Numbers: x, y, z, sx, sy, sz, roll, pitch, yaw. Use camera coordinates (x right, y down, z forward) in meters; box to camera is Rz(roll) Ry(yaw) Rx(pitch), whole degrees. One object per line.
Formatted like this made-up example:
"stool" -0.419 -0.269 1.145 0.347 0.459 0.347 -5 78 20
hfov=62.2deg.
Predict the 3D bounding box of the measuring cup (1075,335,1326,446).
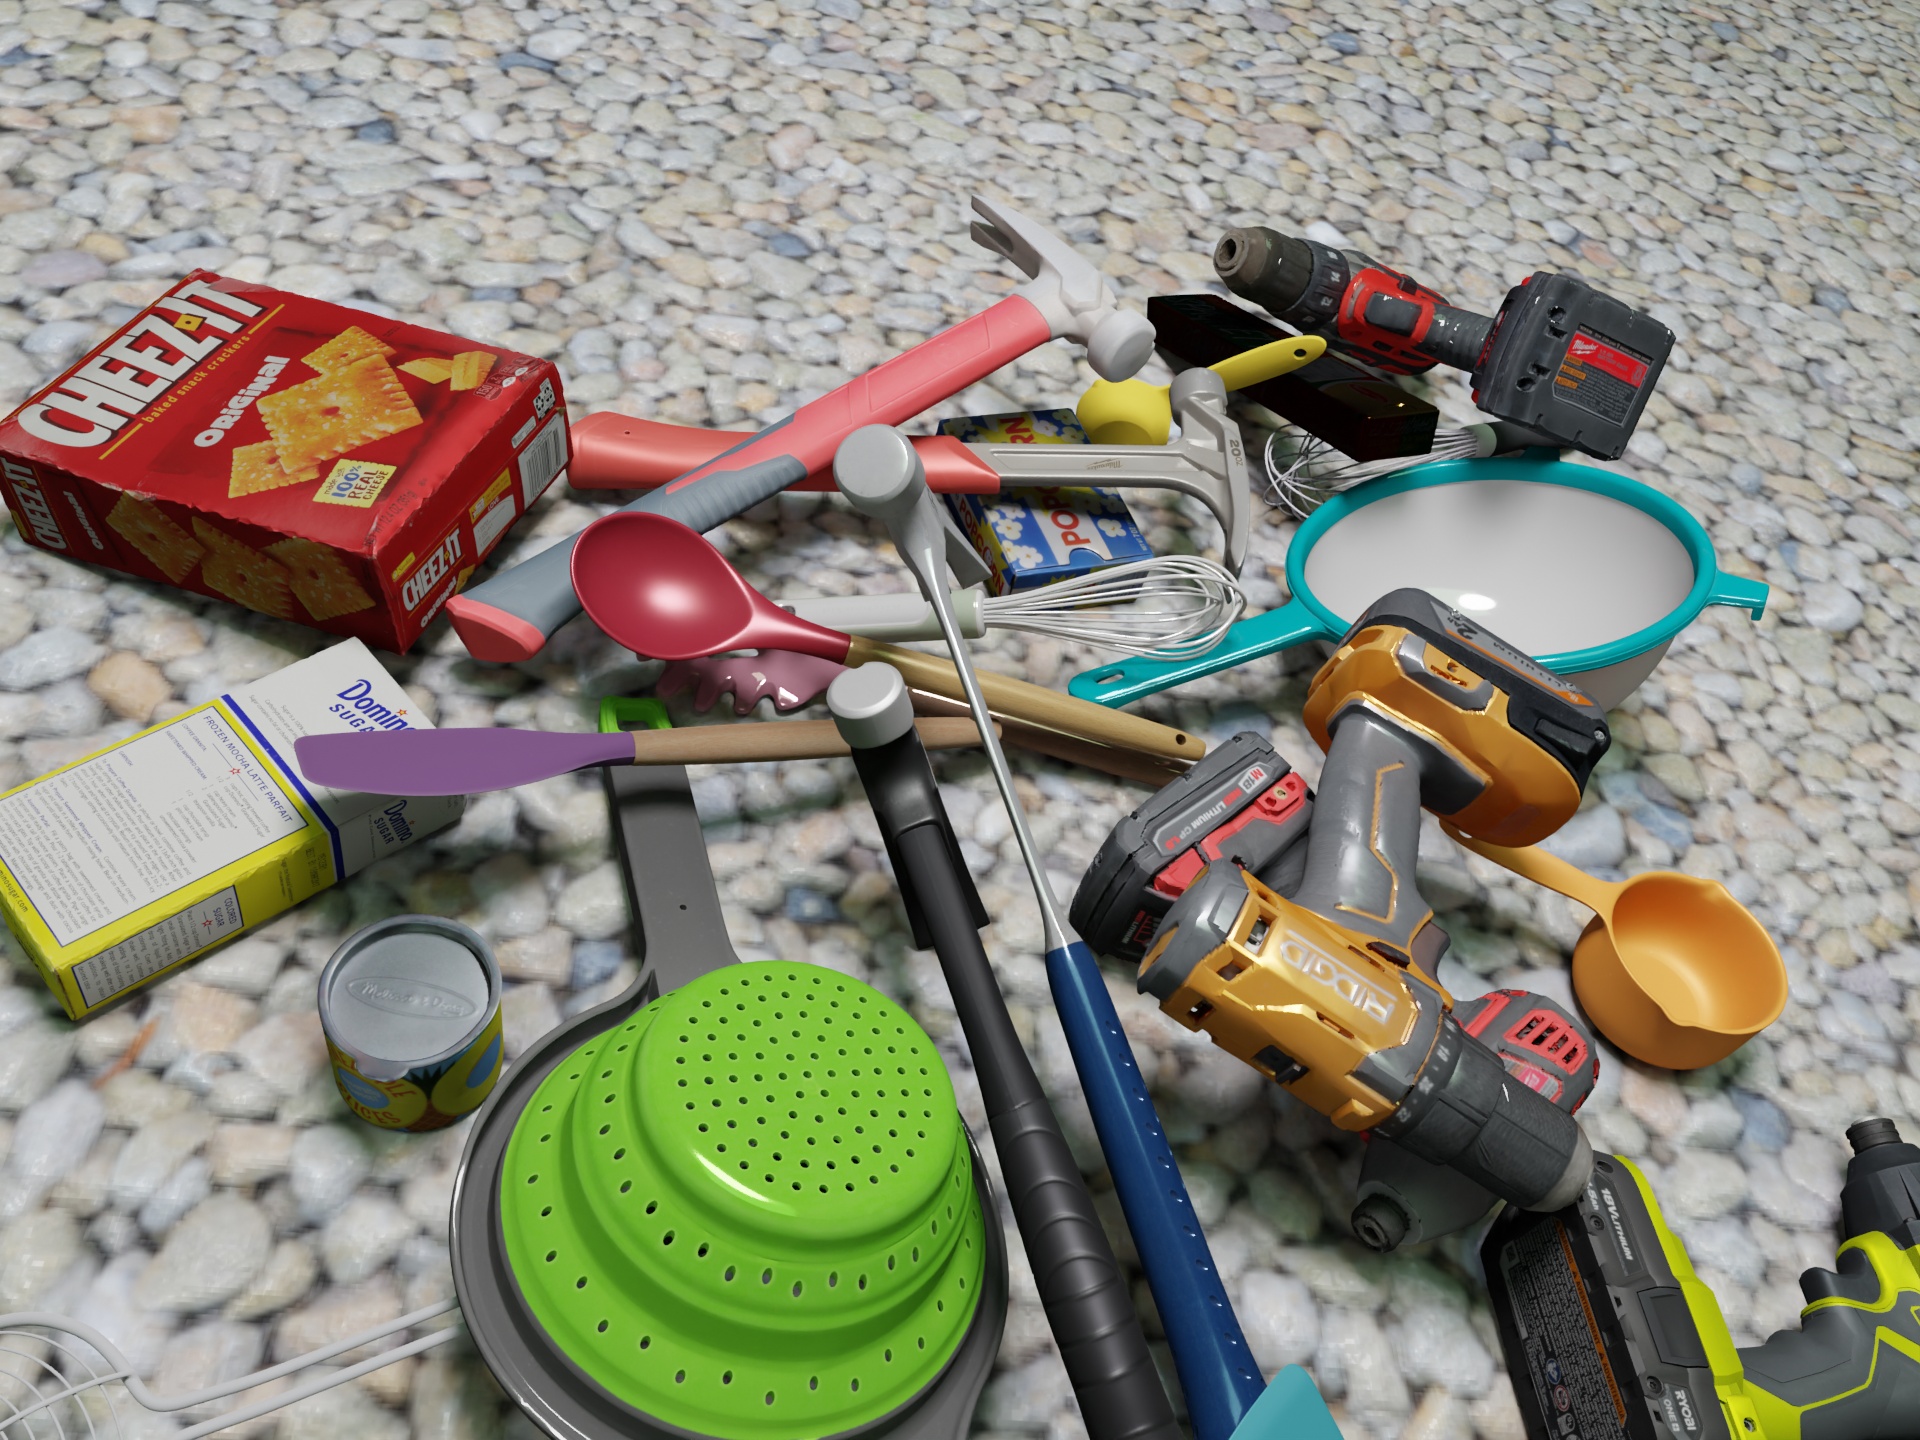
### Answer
"measuring cup" 0.135 -0.182 0.910 0.156 0.062 0.029 -16 46 32

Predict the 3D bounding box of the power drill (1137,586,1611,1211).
"power drill" 0.196 0.072 0.656 0.185 0.084 0.226 33 56 3

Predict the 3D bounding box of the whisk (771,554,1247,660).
"whisk" 0.018 -0.054 0.791 0.246 0.059 0.058 -2 65 9

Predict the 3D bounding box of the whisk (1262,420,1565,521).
"whisk" 0.298 -0.170 0.990 0.284 0.070 0.070 -15 56 -31

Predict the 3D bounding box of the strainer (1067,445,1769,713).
"strainer" 0.221 -0.033 0.836 0.340 0.095 0.211 -18 36 -8

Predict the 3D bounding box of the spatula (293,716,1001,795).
"spatula" -0.118 0.012 0.690 0.315 0.018 0.060 -3 26 -31

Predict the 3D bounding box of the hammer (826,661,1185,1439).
"hammer" 0.018 0.132 0.571 0.035 0.146 0.335 -20 43 -3

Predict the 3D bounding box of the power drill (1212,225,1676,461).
"power drill" 0.272 -0.233 0.933 0.187 0.080 0.227 10 18 -36

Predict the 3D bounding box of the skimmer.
"skimmer" -0.194 0.224 0.555 0.363 0.090 0.127 -12 56 -35

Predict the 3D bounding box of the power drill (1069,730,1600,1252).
"power drill" 0.160 0.121 0.702 0.143 0.078 0.220 -33 68 -33

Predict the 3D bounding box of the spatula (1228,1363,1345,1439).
"spatula" 0.211 0.360 0.534 0.318 0.044 0.082 38 53 16

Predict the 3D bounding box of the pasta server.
"pasta server" -0.001 -0.003 0.786 0.316 0.060 0.040 17 20 -4

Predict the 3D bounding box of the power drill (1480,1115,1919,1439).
"power drill" 0.337 0.242 0.646 0.223 0.080 0.171 5 51 -15

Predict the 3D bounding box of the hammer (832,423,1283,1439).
"hammer" 0.040 0.082 0.645 0.035 0.144 0.406 -21 76 7

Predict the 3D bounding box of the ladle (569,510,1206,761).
"ladle" -0.028 -0.028 0.751 0.315 0.031 0.069 16 68 -12

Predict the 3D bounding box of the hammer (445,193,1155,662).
"hammer" -0.090 -0.150 0.811 0.386 0.038 0.143 -33 62 -20

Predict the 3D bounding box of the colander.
"colander" -0.089 0.097 0.607 0.204 0.094 0.398 3 40 -26

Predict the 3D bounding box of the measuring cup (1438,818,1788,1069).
"measuring cup" 0.302 0.102 0.767 0.174 0.052 0.095 29 50 13

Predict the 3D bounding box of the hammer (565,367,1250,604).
"hammer" -0.029 -0.129 0.844 0.359 0.036 0.149 1 54 -1
